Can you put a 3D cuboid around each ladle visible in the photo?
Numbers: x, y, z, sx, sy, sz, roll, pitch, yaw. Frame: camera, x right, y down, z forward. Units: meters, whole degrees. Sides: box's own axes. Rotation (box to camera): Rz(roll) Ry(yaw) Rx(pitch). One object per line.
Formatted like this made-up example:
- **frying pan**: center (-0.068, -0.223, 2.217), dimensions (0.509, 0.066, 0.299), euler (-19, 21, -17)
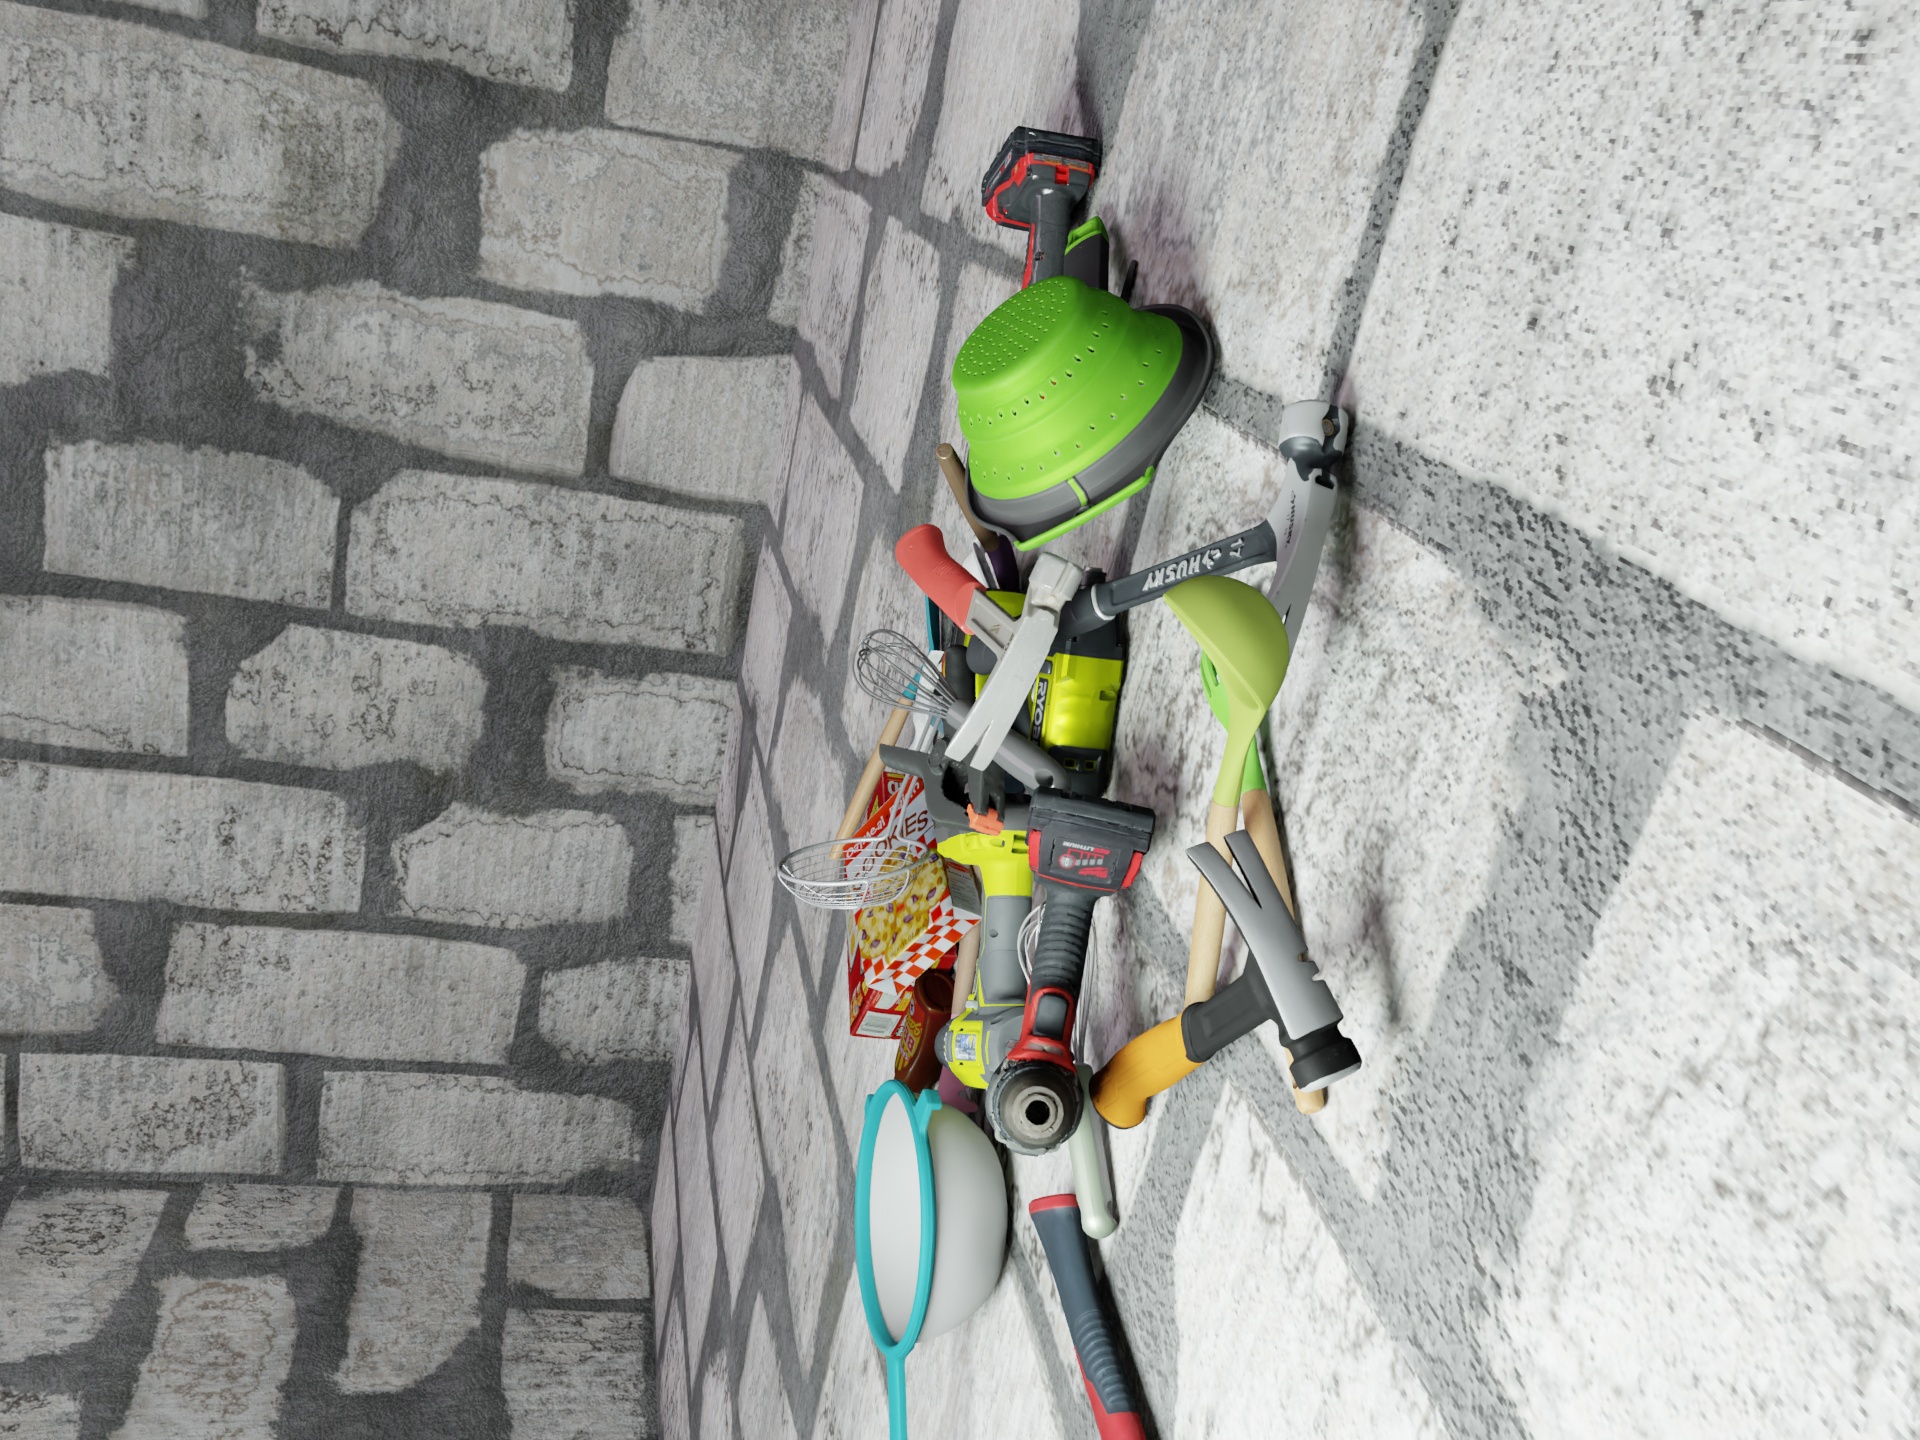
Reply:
- **ladle**: center (0.131, 0.067, 0.870), dimensions (0.078, 0.062, 0.320), euler (-123, 29, -54)

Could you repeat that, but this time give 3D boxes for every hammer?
- **hammer**: center (0.096, 0.448, 0.961), dimensions (0.387, 0.038, 0.143), euler (-110, 29, -59)
- **hammer**: center (0.004, 0.016, 1.492), dimensions (0.331, 0.033, 0.128), euler (-139, 56, -71)
- **hammer**: center (0.123, 0.173, 0.893), dimensions (0.336, 0.034, 0.127), euler (113, 136, -65)
- **hammer**: center (-0.002, -0.083, 1.189), dimensions (0.149, 0.036, 0.359), euler (-63, 19, 9)
- **hammer**: center (0.102, -0.075, 1.022), dimensions (0.409, 0.036, 0.149), euler (-17, 58, 64)

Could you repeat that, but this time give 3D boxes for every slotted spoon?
- **slotted spoon**: center (0.169, 0.063, 0.887), dimensions (0.070, 0.031, 0.314), euler (121, 150, -54)

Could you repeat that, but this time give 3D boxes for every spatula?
- **spatula**: center (-0.076, -0.004, 1.657), dimensions (0.082, 0.044, 0.317), euler (37, -103, -81)
- **spatula**: center (0.020, -0.154, 1.279), dimensions (0.315, 0.018, 0.060), euler (50, -140, -72)

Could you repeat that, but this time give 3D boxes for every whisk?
- **whisk**: center (-0.003, -0.003, 1.178), dimensions (0.239, 0.055, 0.055), euler (35, 122, 39)
- **whisk**: center (0.079, 0.236, 1.109), dimensions (0.057, 0.059, 0.247), euler (54, -156, -54)

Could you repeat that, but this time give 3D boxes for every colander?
- **colander**: center (0.068, -0.288, 1.139), dimensions (0.204, 0.094, 0.397), euler (-27, 35, 27)

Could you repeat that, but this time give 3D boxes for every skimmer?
- **skimmer**: center (-0.047, 0.015, 1.392), dimensions (0.090, 0.127, 0.363), euler (58, -137, -44)

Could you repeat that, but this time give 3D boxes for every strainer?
- **strainer**: center (-0.015, 0.457, 1.258), dimensions (0.211, 0.095, 0.340), euler (141, 129, -67)
- **strainer**: center (0.019, -0.159, 1.479), dimensions (0.259, 0.050, 0.086), euler (-90, -21, -52)

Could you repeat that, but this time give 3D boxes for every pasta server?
- **pasta server**: center (0.011, 0.231, 1.391), dimensions (0.060, 0.040, 0.316), euler (151, 128, -71)

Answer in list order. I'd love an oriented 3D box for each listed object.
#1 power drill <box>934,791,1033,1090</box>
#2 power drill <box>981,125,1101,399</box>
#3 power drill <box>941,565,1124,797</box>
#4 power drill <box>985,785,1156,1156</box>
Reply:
- **power drill**: center (0.023, 0.179, 1.272), dimensions (0.190, 0.080, 0.229), euler (150, 123, -70)
- **power drill**: center (0.065, -0.382, 1.373), dimensions (0.143, 0.078, 0.220), euler (153, 119, -72)
- **power drill**: center (0.060, -0.037, 1.238), dimensions (0.223, 0.080, 0.171), euler (-158, 75, -70)
- **power drill**: center (0.062, 0.161, 1.001), dimensions (0.188, 0.080, 0.227), euler (81, -160, -79)
